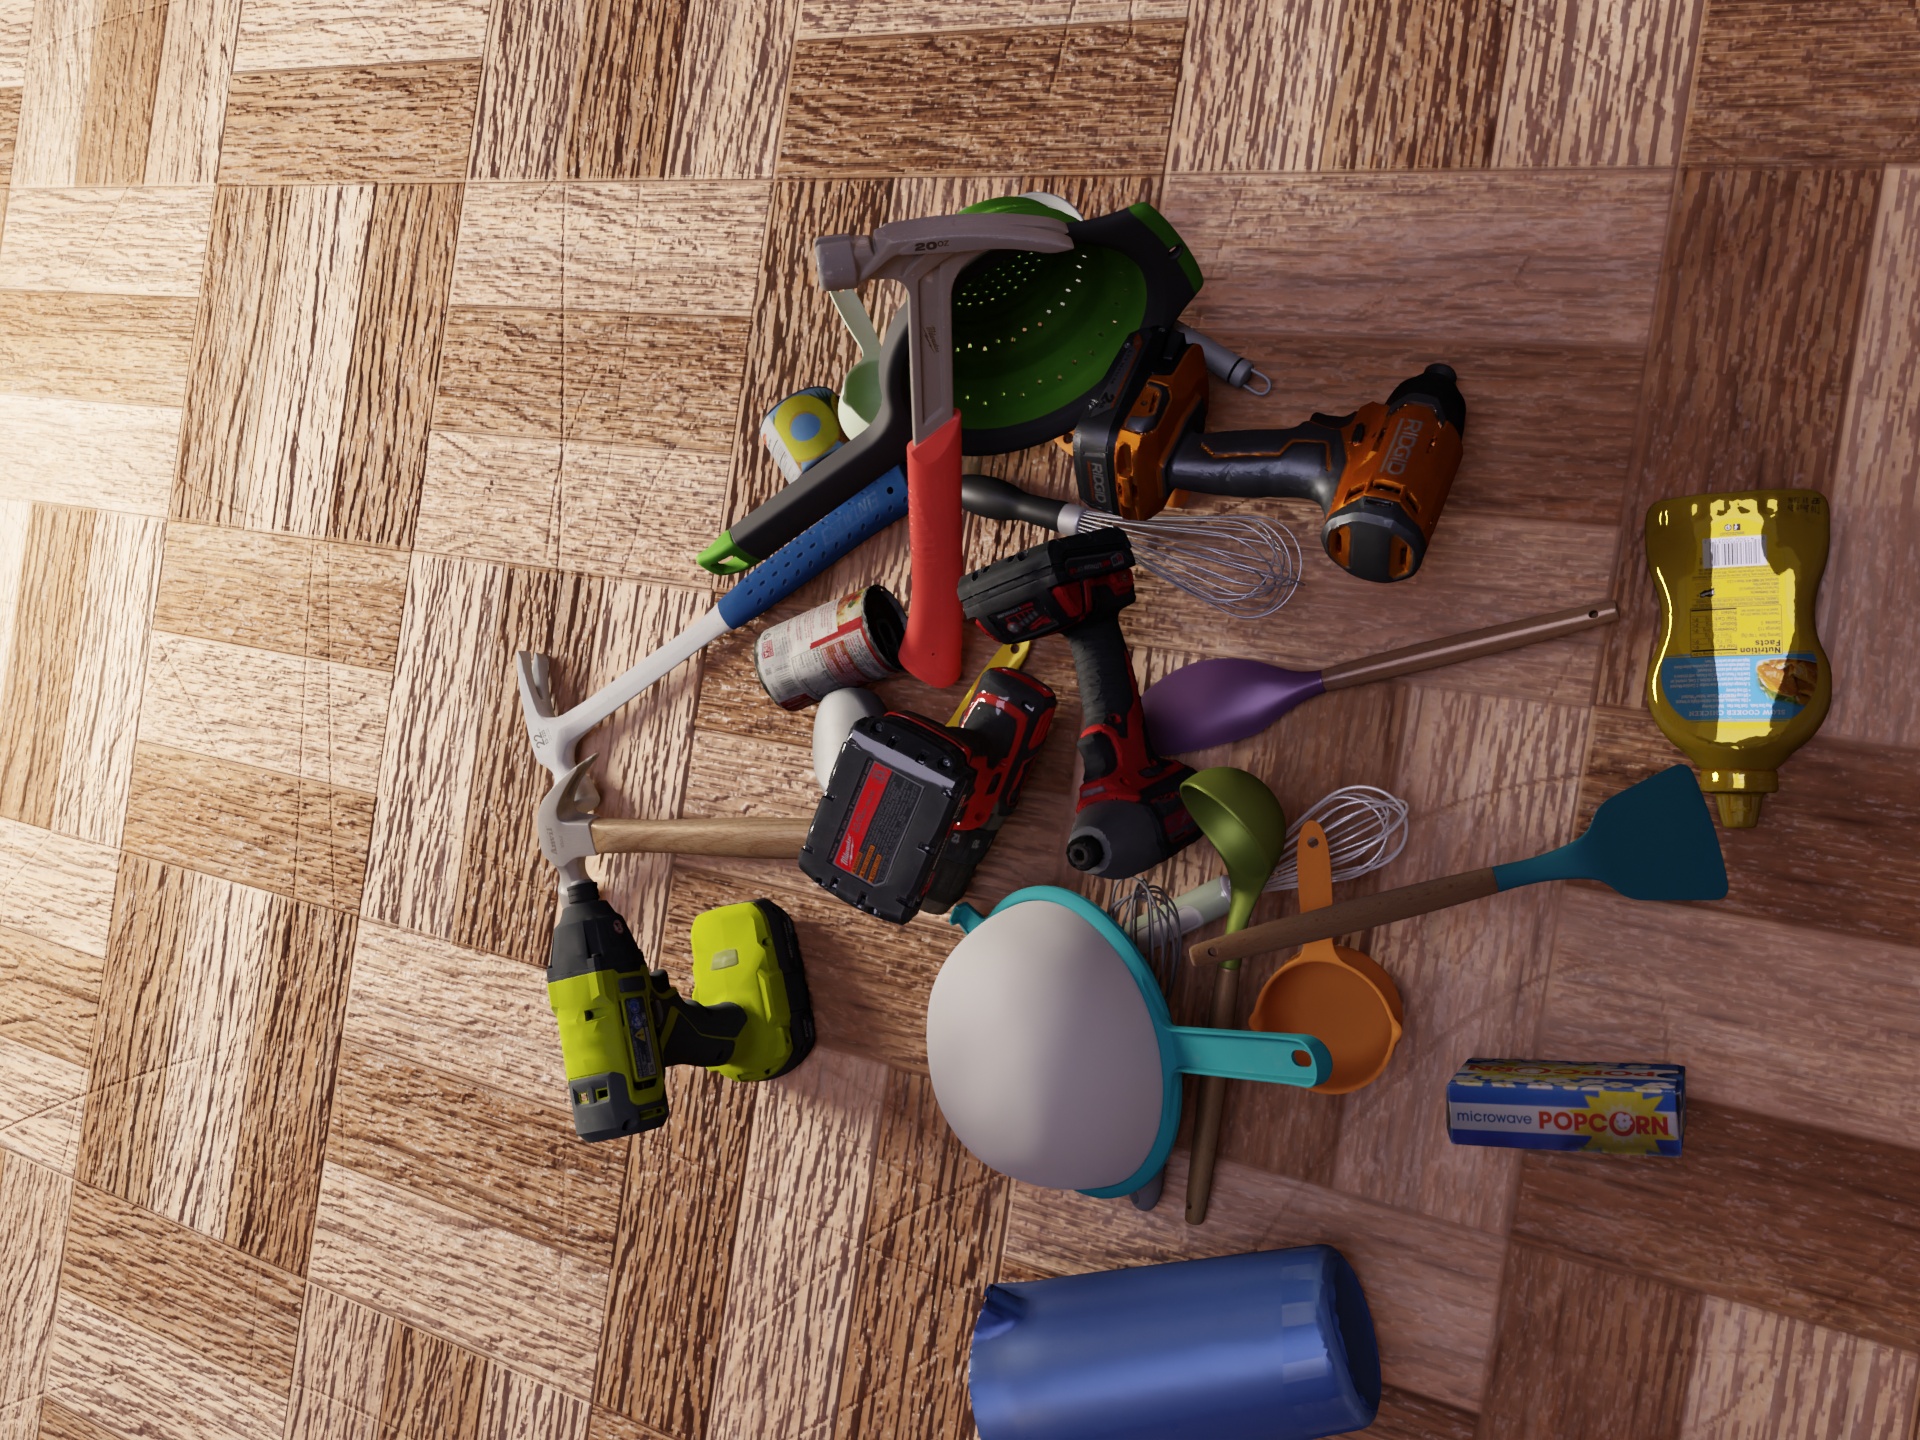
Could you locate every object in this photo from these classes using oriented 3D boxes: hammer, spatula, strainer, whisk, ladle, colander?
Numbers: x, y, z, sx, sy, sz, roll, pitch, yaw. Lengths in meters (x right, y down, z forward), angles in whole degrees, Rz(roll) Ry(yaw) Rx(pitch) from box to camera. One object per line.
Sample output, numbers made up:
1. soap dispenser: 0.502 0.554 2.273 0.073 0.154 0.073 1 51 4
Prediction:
1. hammer: -0.007 -0.160 1.041 0.149 0.358 0.037 -5 46 -4
2. spatula: 0.261 -0.034 1.035 0.316 0.018 0.060 -14 80 26
3. strainer: 0.076 0.212 0.988 0.340 0.095 0.211 -12 88 55
4. hammer: -0.184 0.088 1.228 0.331 0.031 0.130 -1 112 22
5. strainer: 0.109 -0.294 1.115 0.258 0.050 0.086 36 116 18
6. spatula: 0.293 0.104 0.951 0.317 0.044 0.082 -16 82 10
7. whisk: 0.107 -0.130 1.100 0.285 0.070 0.070 20 96 32
8. whisk: 0.120 0.217 1.057 0.055 0.055 0.239 5 105 27
9. ladle: 0.159 0.183 1.021 0.078 0.062 0.320 31 120 58
10. whisk: 0.186 0.110 1.051 0.246 0.059 0.057 -31 102 26
11. hammer: -0.196 -0.082 1.257 0.405 0.035 0.144 -33 74 21
12. colander: -0.033 -0.237 1.086 0.397 0.204 0.095 -32 61 18

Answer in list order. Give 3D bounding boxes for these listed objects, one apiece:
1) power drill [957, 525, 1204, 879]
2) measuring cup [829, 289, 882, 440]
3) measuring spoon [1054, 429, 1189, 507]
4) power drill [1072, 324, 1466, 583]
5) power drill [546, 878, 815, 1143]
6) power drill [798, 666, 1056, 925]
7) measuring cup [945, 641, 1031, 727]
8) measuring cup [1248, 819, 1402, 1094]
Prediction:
1. power drill: 0.085 -0.006 1.030 0.078 0.143 0.219 -19 91 37
2. measuring cup: -0.070 -0.264 1.194 0.168 0.083 0.038 65 152 26
3. measuring spoon: 0.111 -0.181 1.122 0.117 0.011 0.021 33 101 24
4. power drill: 0.204 -0.182 1.015 0.226 0.084 0.164 16 59 22
5. power drill: -0.202 0.195 1.138 0.080 0.223 0.171 -16 80 25
6. power drill: -0.019 0.065 1.057 0.080 0.226 0.188 27 107 15
7. measuring cup: -0.002 -0.004 1.157 0.062 0.029 0.156 44 109 22
8. measuring cup: 0.233 0.145 1.007 0.095 0.052 0.173 -2 95 25
